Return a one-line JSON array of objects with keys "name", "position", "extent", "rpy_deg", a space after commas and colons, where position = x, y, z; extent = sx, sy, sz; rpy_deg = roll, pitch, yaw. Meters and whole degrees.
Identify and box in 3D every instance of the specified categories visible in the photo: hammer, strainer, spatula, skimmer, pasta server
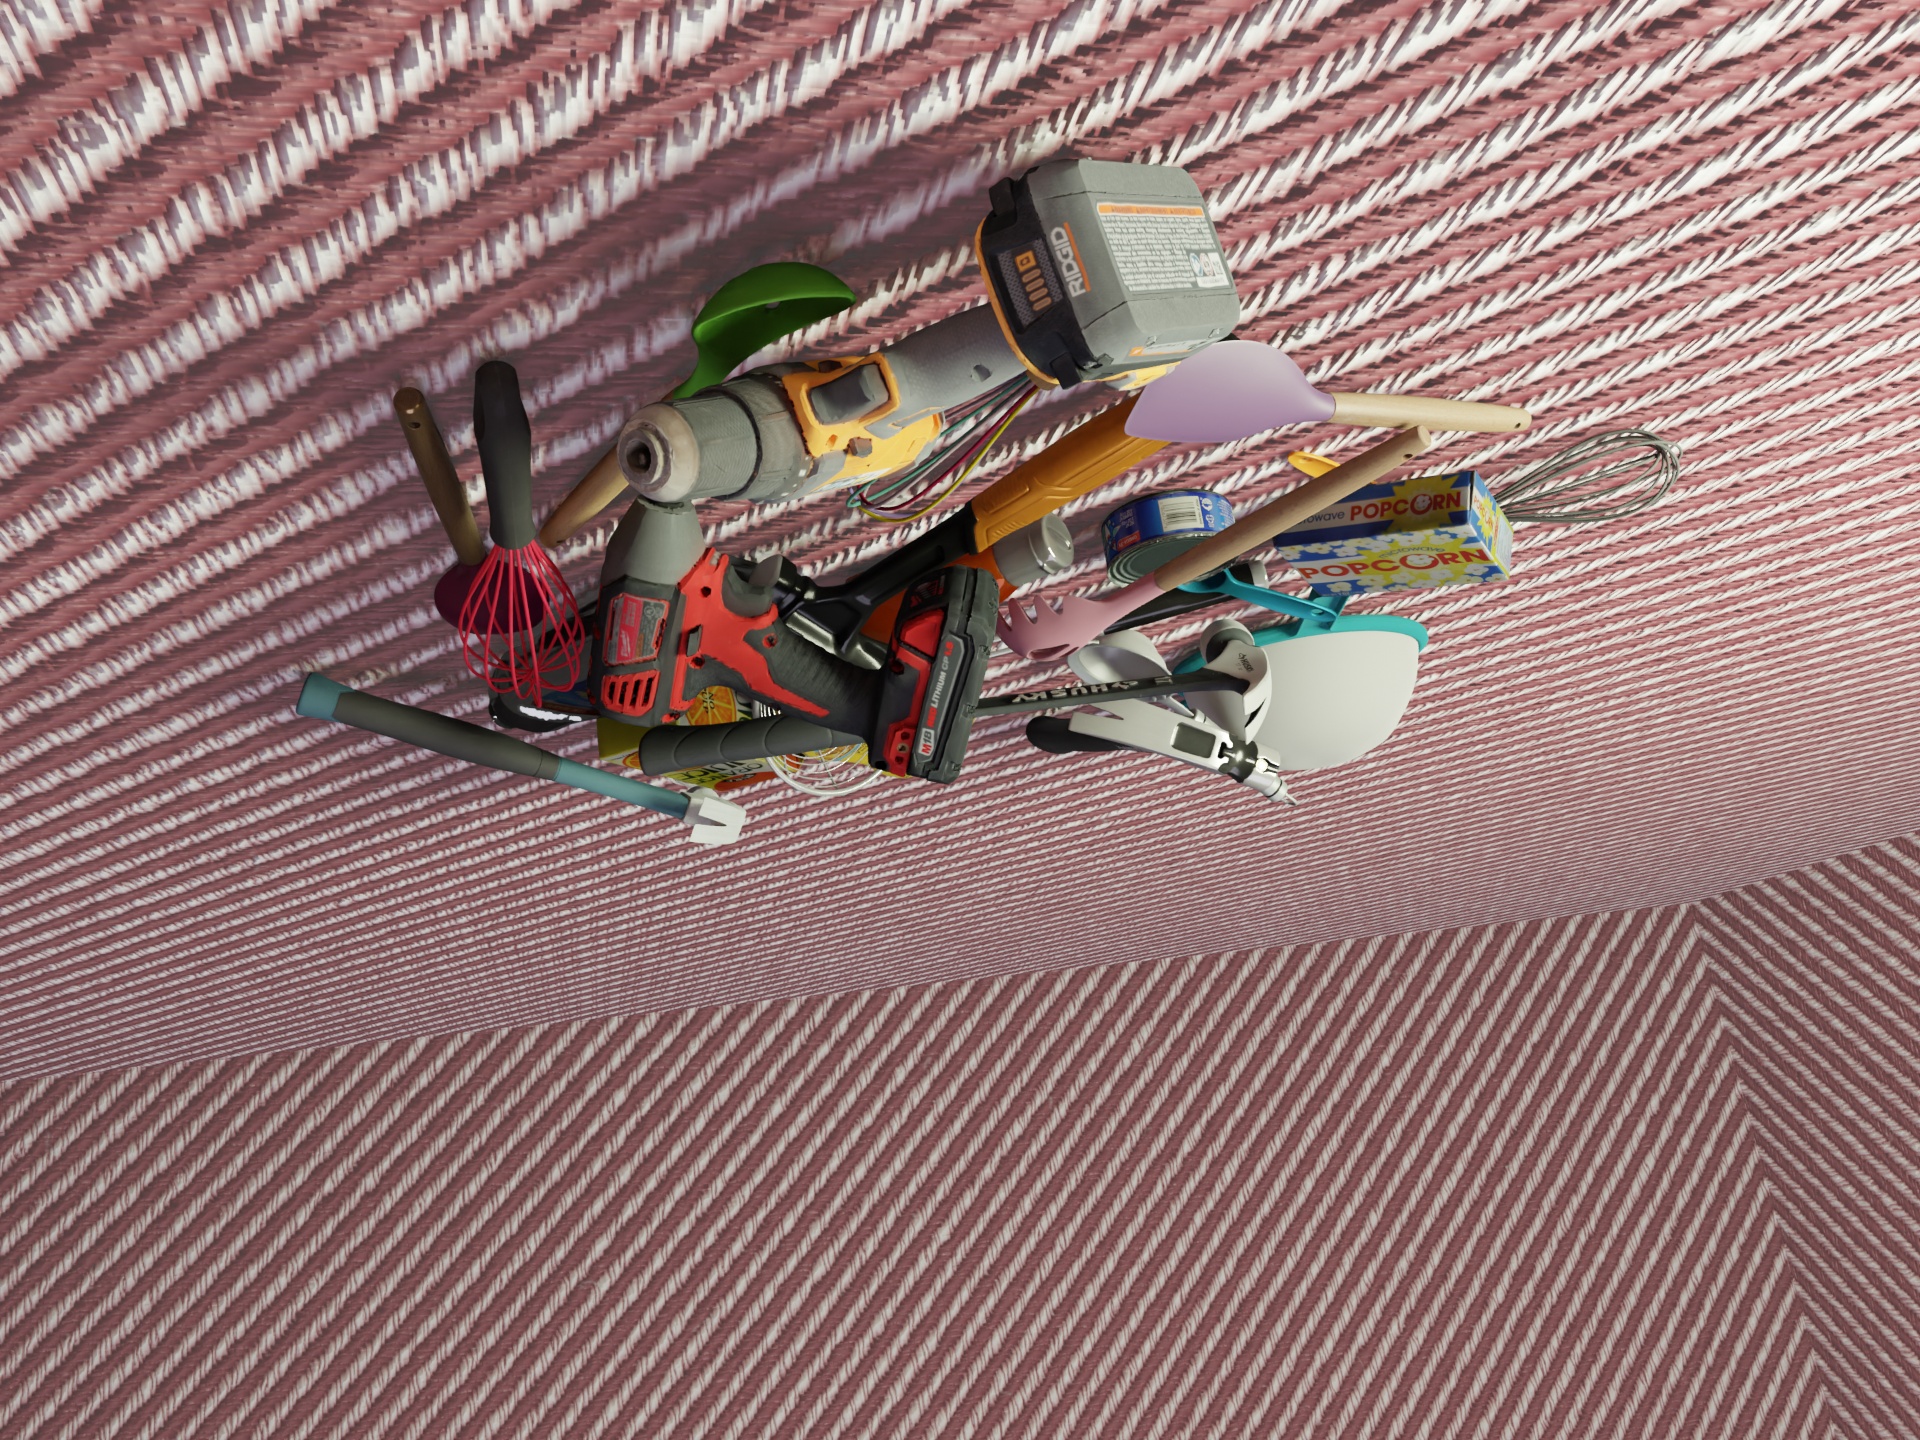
[{"name": "hammer", "position": [0.112, 0.011, 1.240], "extent": [0.146, 0.035, 0.335], "rpy_deg": [19, 176, -14]}, {"name": "strainer", "position": [0.276, -0.024, 1.238], "extent": [0.211, 0.095, 0.340], "rpy_deg": [-8, 167, 4]}, {"name": "hammer", "position": [-0.002, -0.003, 1.020], "extent": [0.409, 0.036, 0.149], "rpy_deg": [-8, -159, 0]}, {"name": "hammer", "position": [-0.305, 0.030, 1.138], "extent": [0.330, 0.033, 0.128], "rpy_deg": [20, 179, -28]}, {"name": "strainer", "position": [0.174, -0.006, 1.232], "extent": [0.258, 0.050, 0.087], "rpy_deg": [38, 154, -22]}, {"name": "spatula", "position": [0.207, -0.165, 0.831], "extent": [0.315, 0.018, 0.059], "rpy_deg": [-5, 139, -39]}, {"name": "skimmer", "position": [0.037, -0.045, 1.090], "extent": [0.363, 0.127, 0.090], "rpy_deg": [-15, -163, 4]}, {"name": "hammer", "position": [0.030, -0.115, 0.897], "extent": [0.127, 0.034, 0.337], "rpy_deg": [32, 137, -33]}, {"name": "pasta server", "position": [0.139, -0.102, 0.948], "extent": [0.060, 0.040, 0.316], "rpy_deg": [10, 152, -43]}]

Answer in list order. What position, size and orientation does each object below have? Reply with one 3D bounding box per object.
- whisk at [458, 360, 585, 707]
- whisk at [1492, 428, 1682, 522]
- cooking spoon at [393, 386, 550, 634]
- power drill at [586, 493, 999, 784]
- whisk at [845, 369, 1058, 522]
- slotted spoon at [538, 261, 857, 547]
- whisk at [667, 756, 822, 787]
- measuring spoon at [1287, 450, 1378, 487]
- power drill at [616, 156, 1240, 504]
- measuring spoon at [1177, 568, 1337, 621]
[{"name": "whisk", "position": [-0.238, -0.090, 0.847], "extent": [0.073, 0.073, 0.295], "rpy_deg": [-4, 154, -14]}, {"name": "whisk", "position": [0.341, -0.135, 1.027], "extent": [0.239, 0.055, 0.055], "rpy_deg": [-15, 162, 37]}, {"name": "cooking spoon", "position": [-0.276, -0.102, 0.884], "extent": [0.068, 0.017, 0.318], "rpy_deg": [-6, 164, -10]}, {"name": "power drill", "position": [-0.094, -0.051, 0.890], "extent": [0.219, 0.143, 0.079], "rpy_deg": [12, -154, -3]}, {"name": "whisk", "position": [0.021, -0.164, 0.787], "extent": [0.051, 0.047, 0.245], "rpy_deg": [-9, 165, -47]}, {"name": "slotted spoon", "position": [-0.148, -0.147, 0.782], "extent": [0.070, 0.031, 0.314], "rpy_deg": [-15, 173, -38]}, {"name": "whisk", "position": [-0.126, 0.024, 1.326], "extent": [0.246, 0.058, 0.059], "rpy_deg": [-6, 138, -22]}, {"name": "measuring spoon", "position": [0.240, -0.152, 0.980], "extent": [0.116, 0.011, 0.021], "rpy_deg": [11, 165, -40]}, {"name": "power drill", "position": [-0.020, -0.149, 0.665], "extent": [0.226, 0.084, 0.185], "rpy_deg": [-19, -177, 36]}, {"name": "measuring spoon", "position": [0.199, -0.094, 1.080], "extent": [0.128, 0.021, 0.042], "rpy_deg": [16, 154, -16]}]
